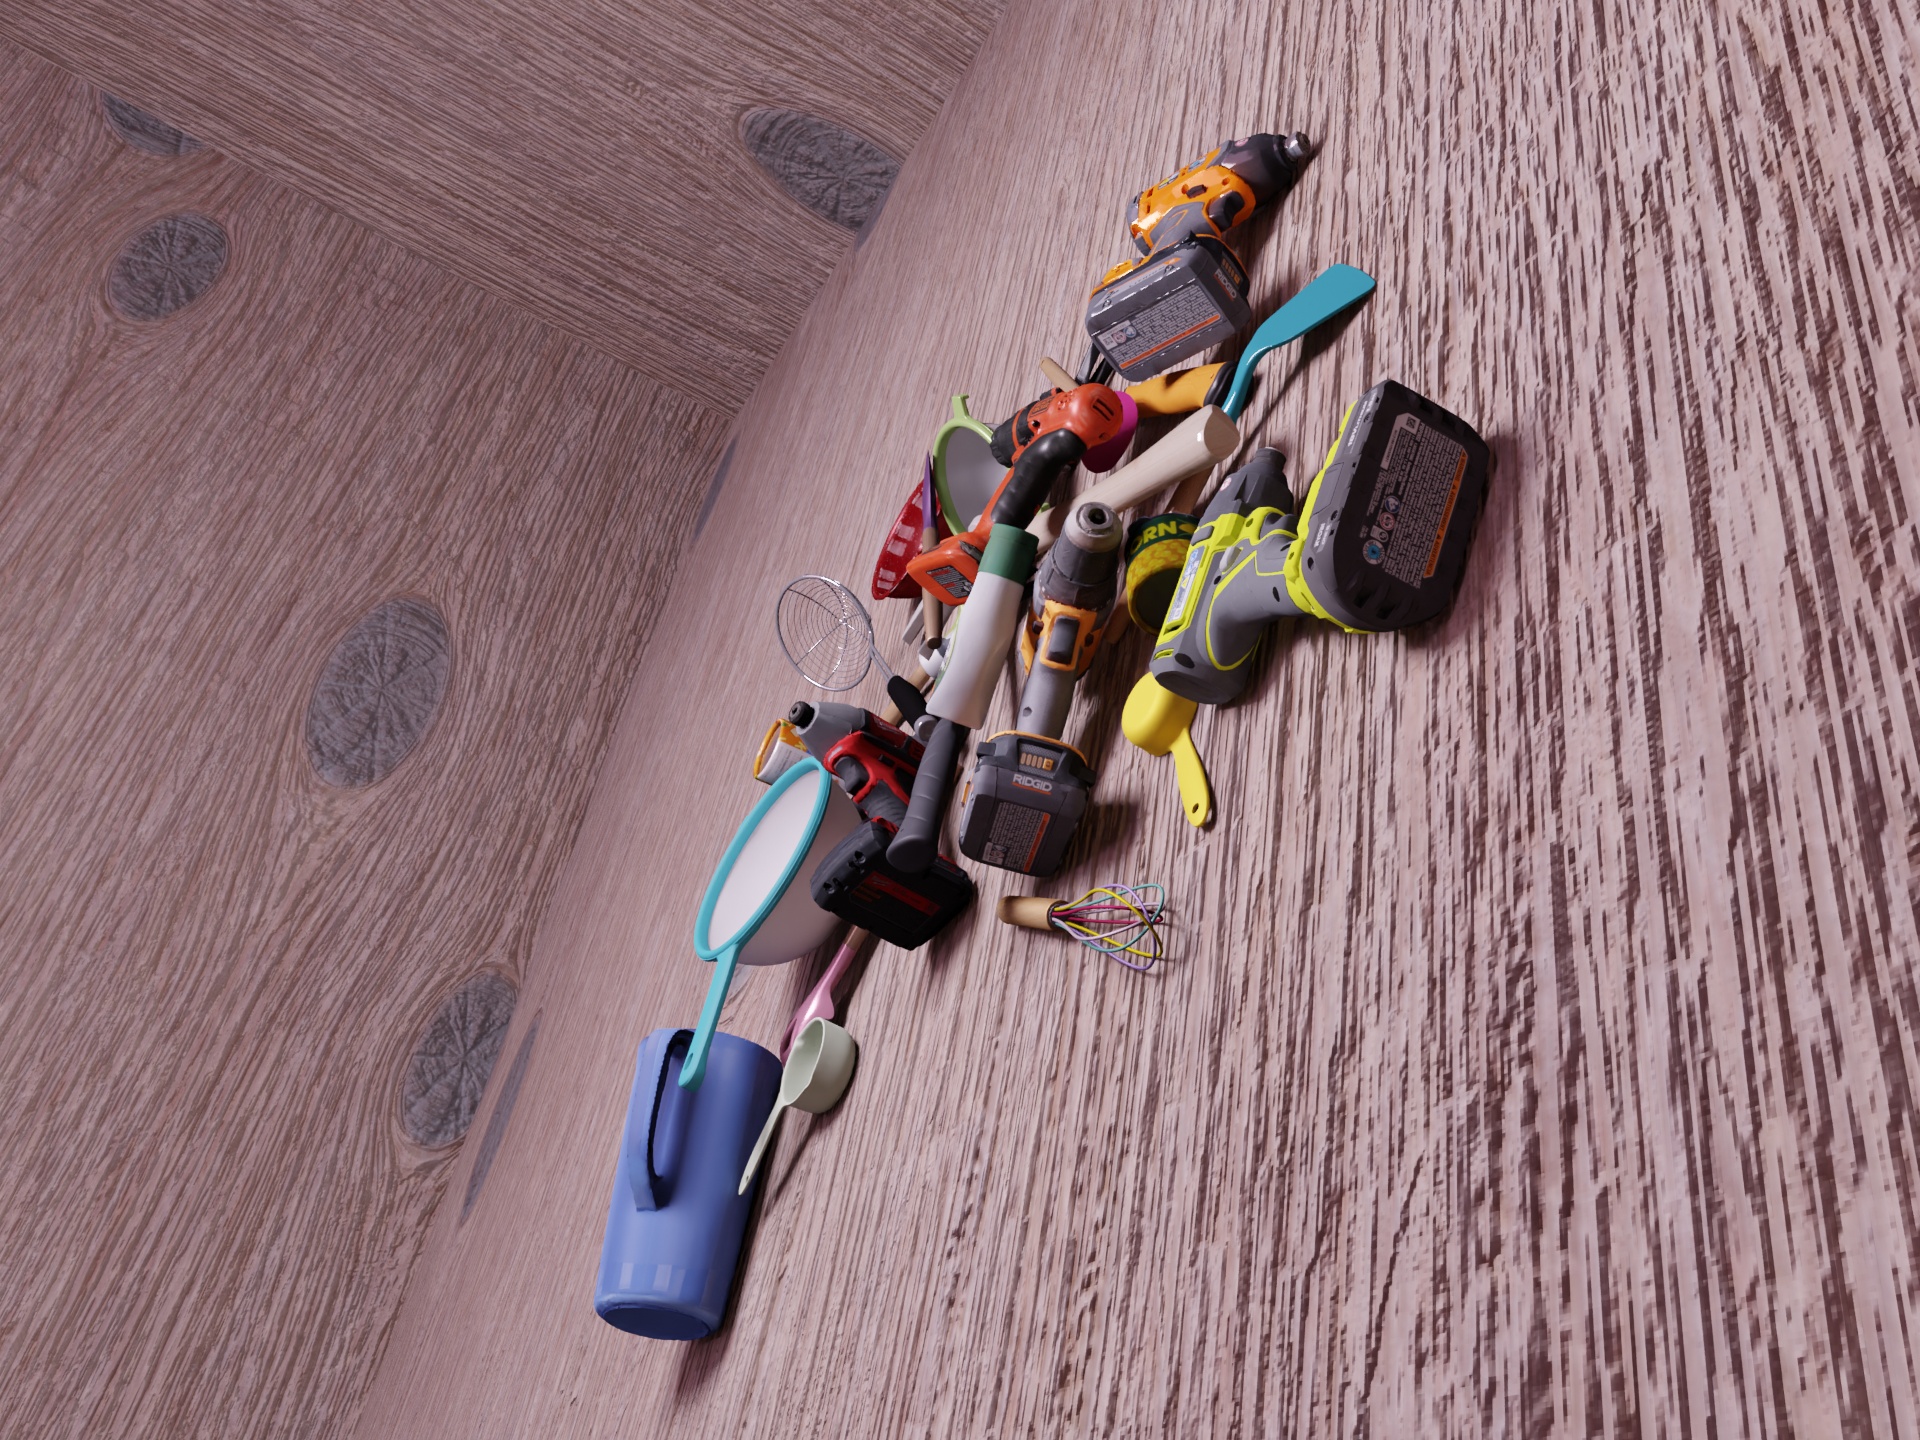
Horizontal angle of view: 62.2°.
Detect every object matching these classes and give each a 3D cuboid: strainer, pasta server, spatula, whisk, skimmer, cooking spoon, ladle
[{"bbox_3d":[-0.161,0.192,1.418,0.211,0.095,0.341,-38,28,43],"label":"strainer"},{"bbox_3d":[-0.076,0.177,1.391,0.316,0.040,0.060,-60,18,-1],"label":"pasta server"},{"bbox_3d":[0.190,-0.189,1.156,0.317,0.044,0.082,-63,19,19],"label":"spatula"},{"bbox_3d":[-0.026,-0.150,1.399,0.316,0.018,0.059,-93,4,-56],"label":"spatula"},{"bbox_3d":[0.072,0.124,1.031,0.051,0.047,0.245,-69,16,-11],"label":"whisk"},{"bbox_3d":[-0.105,-0.047,1.534,0.364,0.090,0.127,-129,31,-64],"label":"skimmer"},{"bbox_3d":[0.031,-0.192,1.526,0.069,0.152,0.256,-26,-20,-25],"label":"strainer"},{"bbox_3d":[0.107,-0.280,1.396,0.068,0.017,0.319,-60,20,18],"label":"cooking spoon"},{"bbox_3d":[-0.050,-0.044,1.561,0.320,0.062,0.078,-52,41,40],"label":"ladle"}]

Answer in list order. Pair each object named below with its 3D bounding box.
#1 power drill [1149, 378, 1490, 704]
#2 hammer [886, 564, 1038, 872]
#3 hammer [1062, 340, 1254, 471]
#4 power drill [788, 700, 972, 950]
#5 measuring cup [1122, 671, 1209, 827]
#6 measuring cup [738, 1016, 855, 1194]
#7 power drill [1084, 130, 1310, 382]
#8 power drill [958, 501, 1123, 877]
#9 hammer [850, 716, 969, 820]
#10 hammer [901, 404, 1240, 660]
[{"bbox_3d":[0.201,-0.108,0.936,0.223,0.080,0.171,-21,47,68],"label":"power drill"},{"bbox_3d":[-0.002,-0.004,1.264,0.149,0.036,0.409,-42,15,25],"label":"hammer"},{"bbox_3d":[0.158,-0.275,1.334,0.127,0.034,0.337,-66,19,-1],"label":"hammer"},{"bbox_3d":[-0.073,0.071,1.302,0.078,0.143,0.220,-45,33,21],"label":"power drill"},{"bbox_3d":[0.133,0.018,1.020,0.062,0.029,0.157,-56,19,24],"label":"measuring cup"},{"bbox_3d":[-0.136,0.330,1.332,0.167,0.038,0.083,-64,18,7],"label":"measuring cup"},{"bbox_3d":[0.194,-0.384,1.271,0.164,0.084,0.227,-21,35,39],"label":"power drill"},{"bbox_3d":[0.065,-0.027,1.113,0.185,0.084,0.226,104,-179,-60],"label":"power drill"},{"bbox_3d":[-0.083,0.066,1.536,0.334,0.035,0.146,-43,28,47],"label":"hammer"},{"bbox_3d":[0.079,-0.150,1.250,0.146,0.038,0.410,-59,17,-23],"label":"hammer"}]
